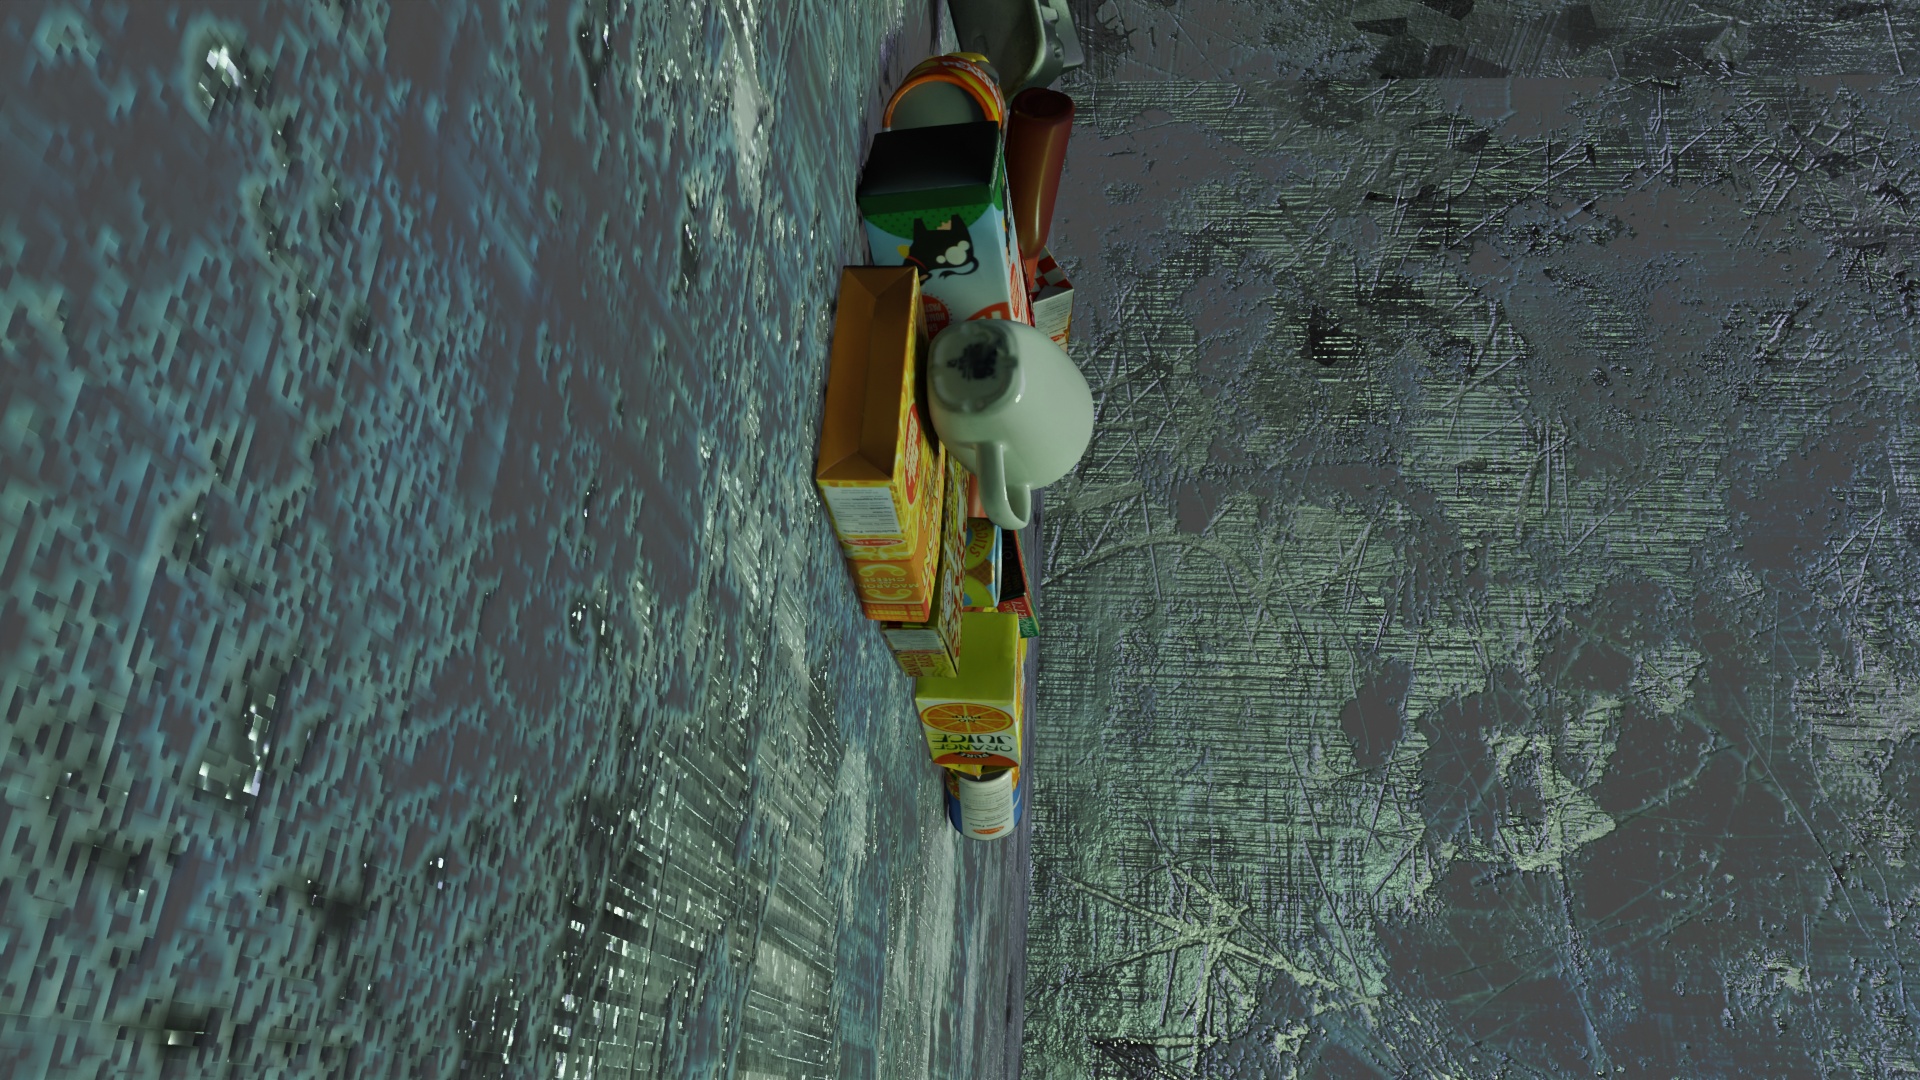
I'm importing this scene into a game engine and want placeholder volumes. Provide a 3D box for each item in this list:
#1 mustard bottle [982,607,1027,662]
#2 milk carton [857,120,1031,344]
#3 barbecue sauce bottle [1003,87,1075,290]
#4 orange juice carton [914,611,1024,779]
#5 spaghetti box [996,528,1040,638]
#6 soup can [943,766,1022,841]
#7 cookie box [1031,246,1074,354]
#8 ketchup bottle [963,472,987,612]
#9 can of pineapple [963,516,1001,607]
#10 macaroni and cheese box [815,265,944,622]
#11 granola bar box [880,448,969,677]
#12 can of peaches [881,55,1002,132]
[{"bbox_3d":[0.020,0.067,1.208,0.159,0.065,0.049,72,18,-59],"label":"mustard bottle"},{"bbox_3d":[-0.001,-0.138,0.807,0.073,0.073,0.189,-84,166,-45],"label":"milk carton"},{"bbox_3d":[0.046,-0.242,0.991,0.065,0.044,0.147,-66,170,-51],"label":"barbecue sauce bottle"},{"bbox_3d":[0.011,0.124,1.079,0.192,0.073,0.072,81,11,-63],"label":"orange juice carton"},{"bbox_3d":[0.033,-0.019,1.196,0.251,0.029,0.050,-99,170,-48],"label":"spaghetti box"},{"bbox_3d":[0.019,0.210,1.218,0.072,0.071,0.083,-83,172,-46],"label":"soup can"},{"bbox_3d":[0.044,-0.187,1.159,0.166,0.040,0.123,92,-27,-57],"label":"cookie box"},{"bbox_3d":[0.004,-0.014,1.121,0.064,0.043,0.149,86,7,-55],"label":"ketchup bottle"},{"bbox_3d":[-0.001,0.014,1.004,0.071,0.058,0.071,-2,93,-84],"label":"can of pineapple"},{"bbox_3d":[-0.037,-0.045,0.729,0.165,0.040,0.124,79,14,-63],"label":"macaroni and cheese box"},{"bbox_3d":[-0.020,-0.004,0.911,0.124,0.039,0.166,75,17,-70],"label":"granola bar box"},{"bbox_3d":[-0.009,-0.249,0.819,0.058,0.071,0.071,-77,167,-61],"label":"can of peaches"}]
